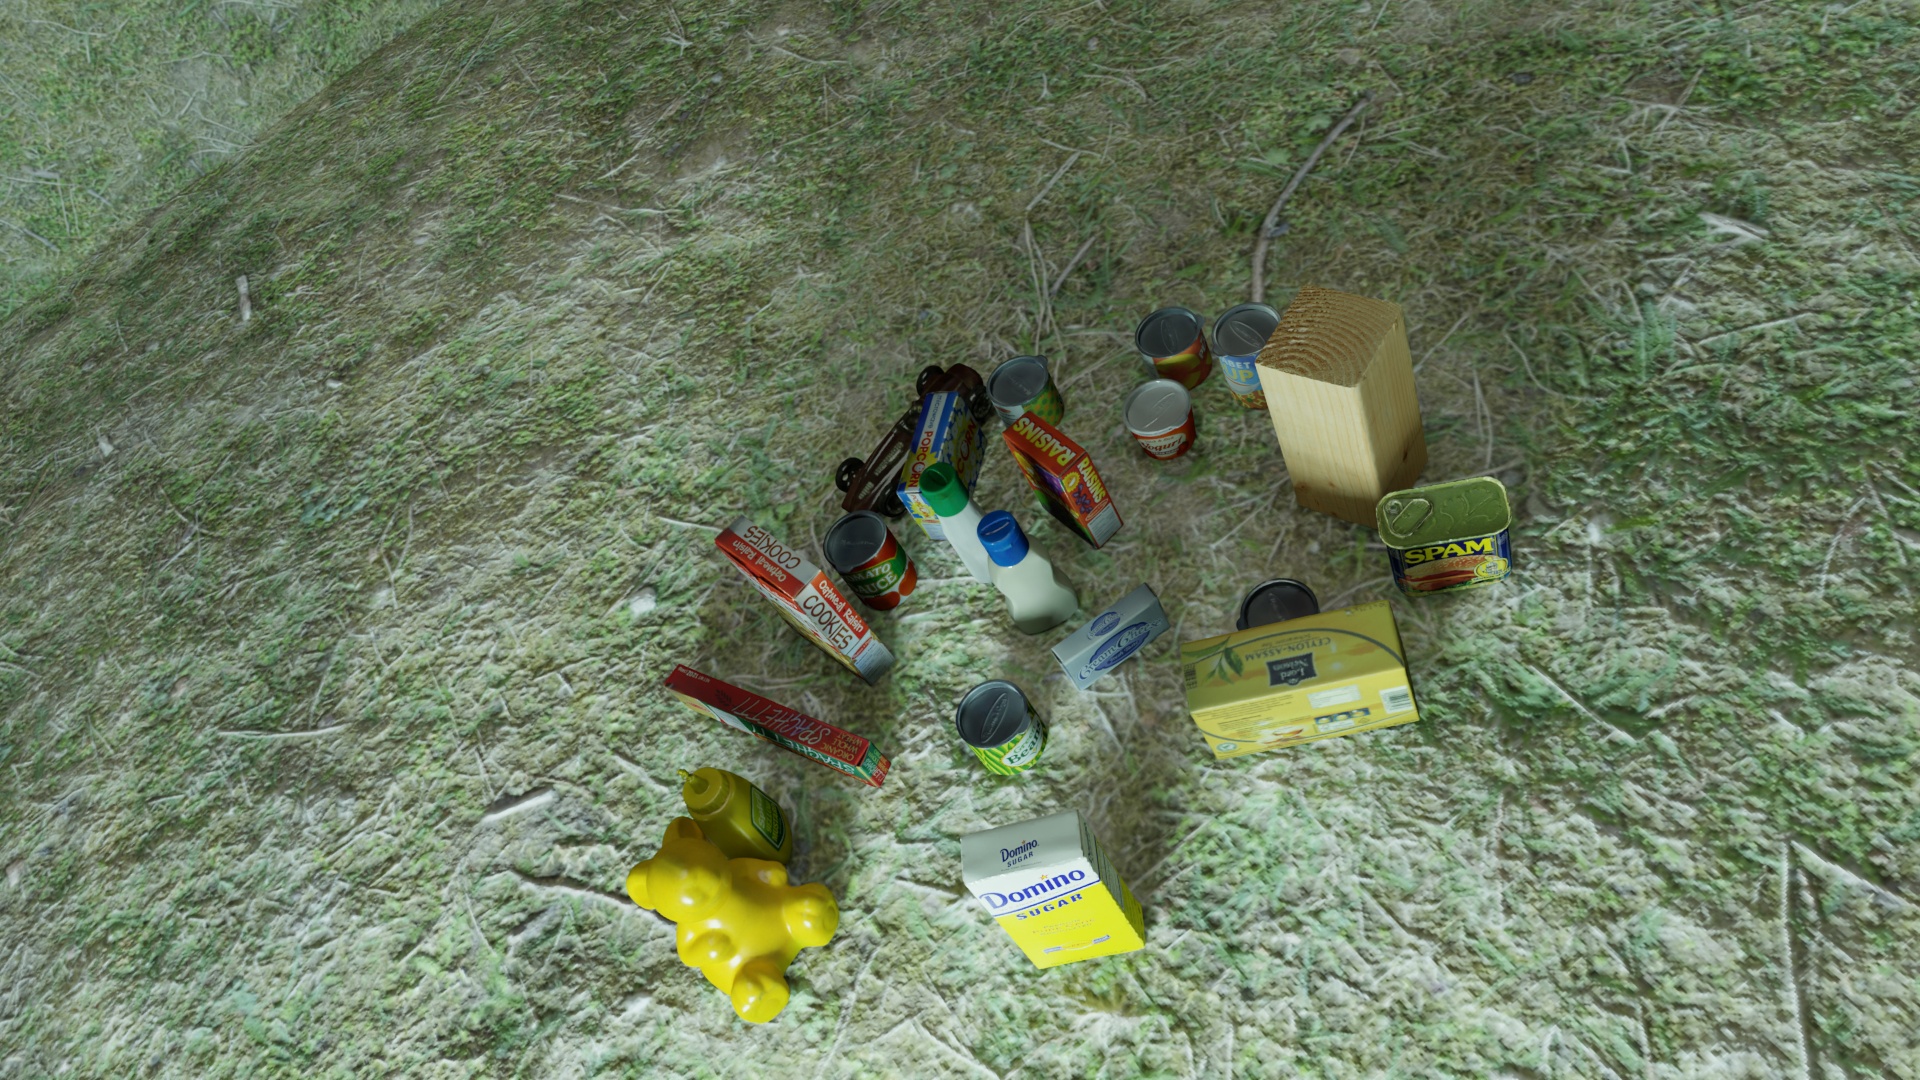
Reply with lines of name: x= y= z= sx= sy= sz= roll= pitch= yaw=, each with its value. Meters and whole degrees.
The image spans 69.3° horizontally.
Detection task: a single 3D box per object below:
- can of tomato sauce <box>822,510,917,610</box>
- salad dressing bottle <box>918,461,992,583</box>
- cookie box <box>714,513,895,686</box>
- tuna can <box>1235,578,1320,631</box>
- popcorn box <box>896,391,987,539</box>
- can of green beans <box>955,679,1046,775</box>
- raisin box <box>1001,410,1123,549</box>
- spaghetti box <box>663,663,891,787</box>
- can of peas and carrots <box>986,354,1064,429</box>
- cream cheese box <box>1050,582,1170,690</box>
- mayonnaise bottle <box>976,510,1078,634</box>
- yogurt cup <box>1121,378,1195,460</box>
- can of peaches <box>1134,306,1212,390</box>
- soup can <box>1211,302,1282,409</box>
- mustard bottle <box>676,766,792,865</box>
can of tomato sauce: x=-0.087 y=0.022 z=1.355 sx=0.071 sy=0.082 sz=0.071 roll=-12 pitch=53 yaw=17
salad dressing bottle: x=0.005 y=-0.016 z=1.298 sx=0.044 sy=0.147 sz=0.064 roll=-42 pitch=50 yaw=-7
cookie box: x=-0.145 y=0.058 z=1.301 sx=0.123 sy=0.166 sz=0.040 roll=31 pitch=74 yaw=37
tuna can: x=0.273 y=0.069 z=1.188 sx=0.071 sy=0.032 sz=0.071 roll=-12 pitch=53 yaw=17
popcorn box: x=-0.017 y=-0.075 z=1.391 sx=0.038 sy=0.085 sz=0.127 roll=0 pitch=57 yaw=25
can of green beans: x=0.037 y=0.164 z=1.213 sx=0.071 sy=0.057 sz=0.071 roll=-12 pitch=53 yaw=17
raisin box: x=0.096 y=-0.056 z=1.301 sx=0.040 sy=0.123 sz=0.086 roll=-42 pitch=50 yaw=-8
spaghetti box: x=-0.175 y=0.173 z=1.309 sx=0.250 sy=0.050 sz=0.029 roll=16 pitch=65 yaw=33
can of peas and carrots: x=0.069 y=-0.148 z=1.422 sx=0.071 sy=0.058 sz=0.071 roll=-12 pitch=53 yaw=17
cream cheese box: x=0.134 y=0.086 z=1.227 sx=0.104 sy=0.053 sz=0.024 roll=-35 pitch=50 yaw=-2
mayonnaise bottle: x=0.056 y=0.027 z=1.243 sx=0.065 sy=0.147 sz=0.041 roll=-27 pitch=50 yaw=5
yogurt cup: x=0.195 y=-0.114 z=1.343 sx=0.072 sy=0.053 sz=0.073 roll=-12 pitch=53 yaw=17
can of peaches: x=0.215 y=-0.191 z=1.385 sx=0.071 sy=0.058 sz=0.071 roll=-12 pitch=53 yaw=17
soup can: x=0.279 y=-0.174 z=1.327 sx=0.071 sy=0.083 sz=0.072 roll=-12 pitch=53 yaw=17
mustard bottle: x=-0.199 y=0.235 z=1.203 sx=0.049 sy=0.159 sz=0.065 roll=-19 pitch=51 yaw=12
